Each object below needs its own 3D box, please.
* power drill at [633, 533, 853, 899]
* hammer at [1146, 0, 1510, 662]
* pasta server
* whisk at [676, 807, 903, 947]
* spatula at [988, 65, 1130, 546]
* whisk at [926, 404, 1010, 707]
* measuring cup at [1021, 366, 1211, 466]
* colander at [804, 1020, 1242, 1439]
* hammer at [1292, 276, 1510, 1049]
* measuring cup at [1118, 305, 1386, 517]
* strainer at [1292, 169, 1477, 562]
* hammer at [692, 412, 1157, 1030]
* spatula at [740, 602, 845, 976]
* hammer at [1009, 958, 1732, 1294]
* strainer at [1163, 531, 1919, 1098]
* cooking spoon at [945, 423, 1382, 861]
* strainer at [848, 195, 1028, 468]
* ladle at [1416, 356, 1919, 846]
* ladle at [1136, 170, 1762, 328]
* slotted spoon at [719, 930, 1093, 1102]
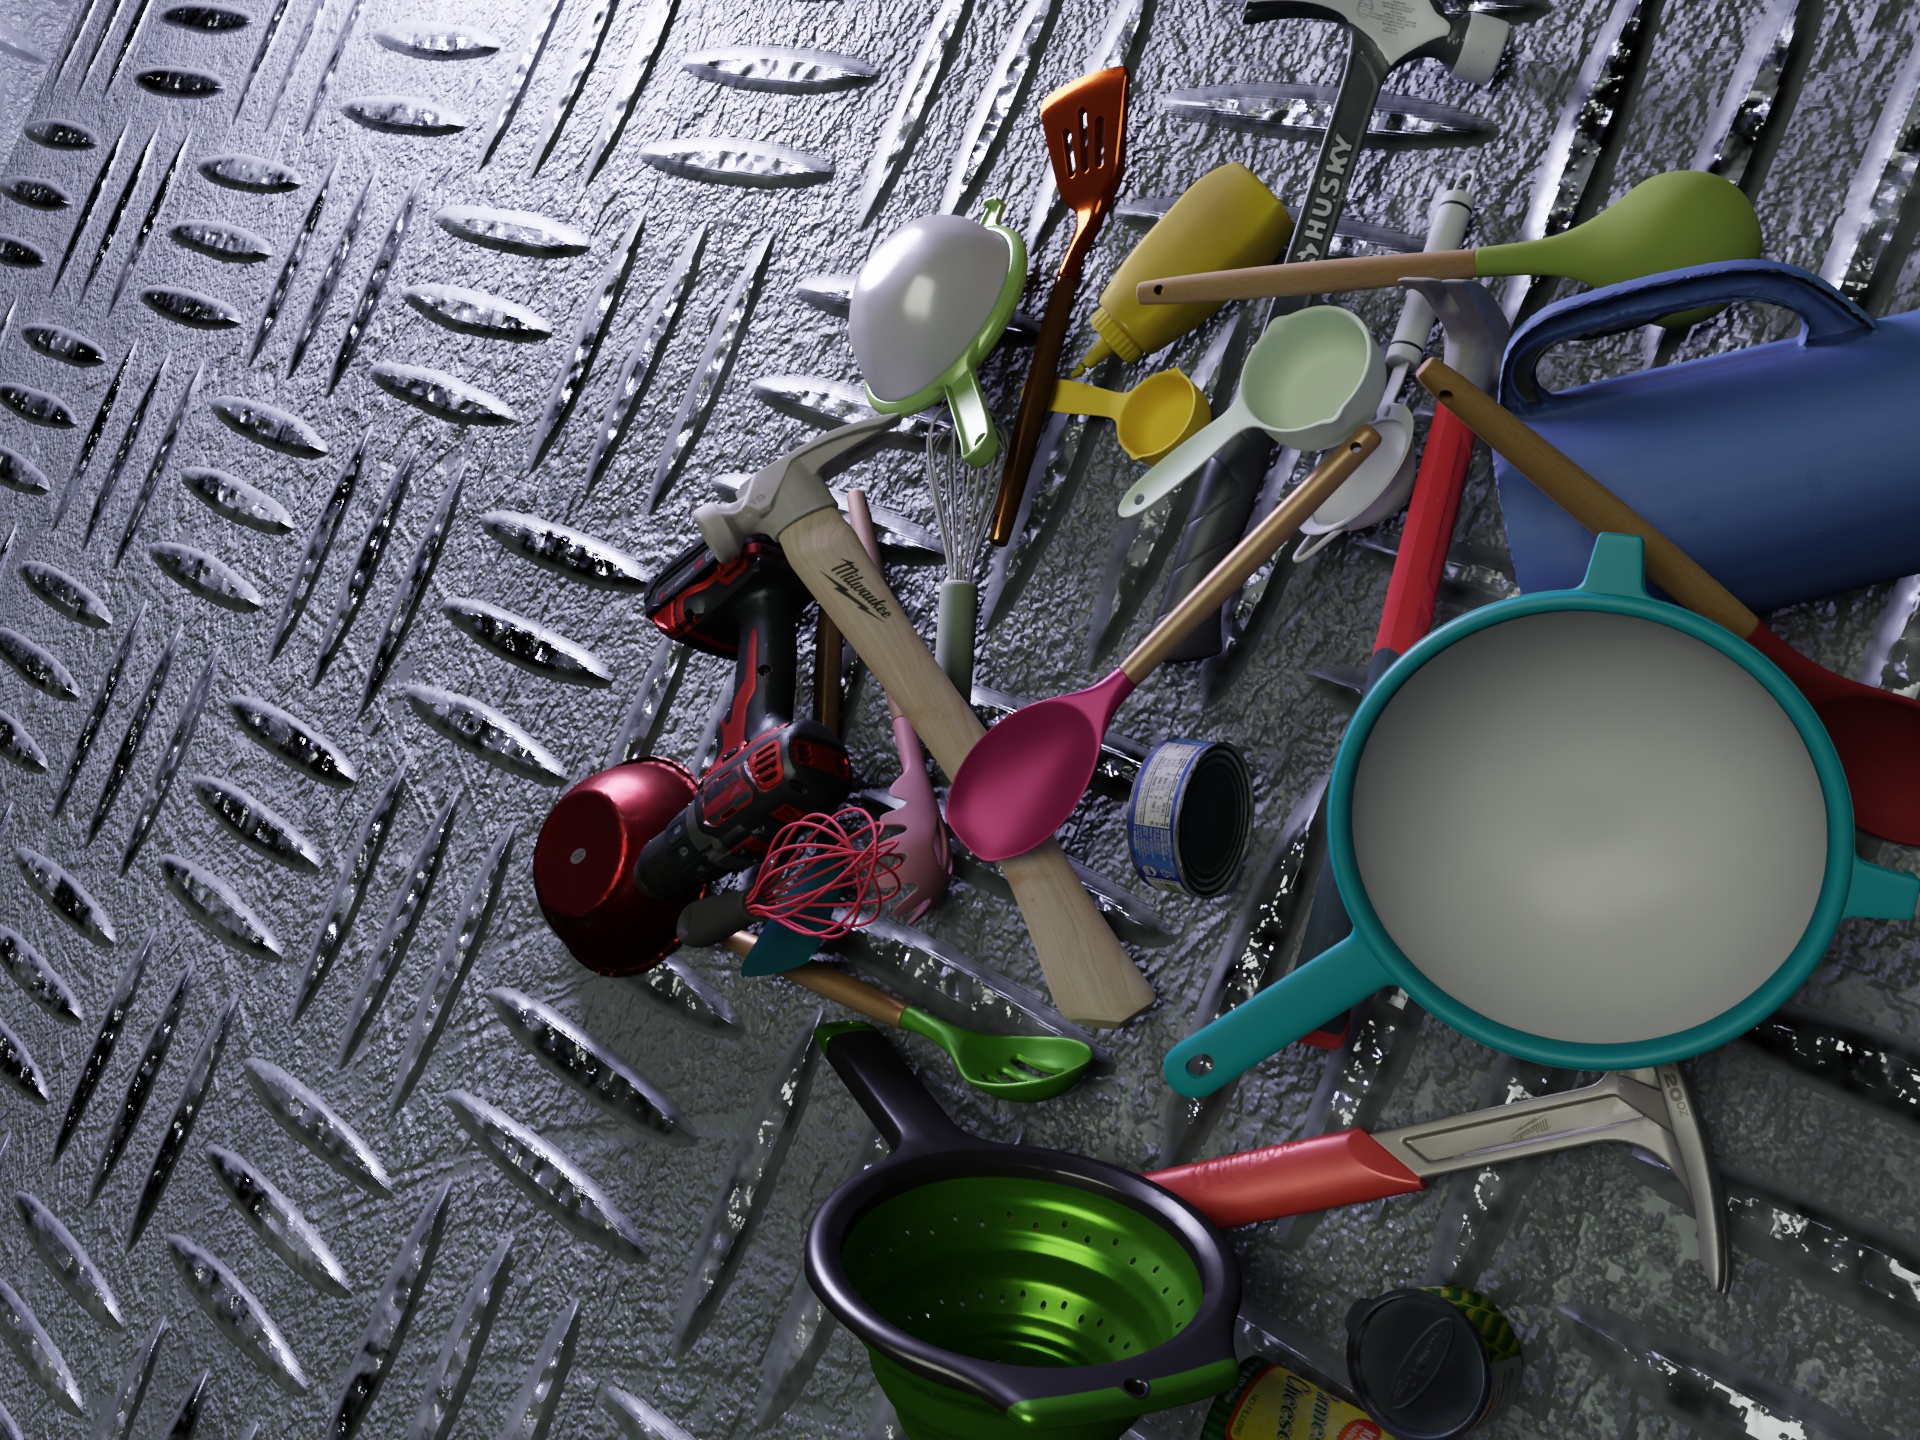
[{"bbox_3d":[-0.157,-0.003,1.057,0.188,0.080,0.227,-34,52,35],"label":"power drill"},{"bbox_3d":[0.181,-0.226,0.919,0.149,0.036,0.409,18,91,5],"label":"hammer"},{"bbox_3d":[-0.049,-0.020,1.035,0.040,0.060,0.316,-21,60,14],"label":"pasta server"},{"bbox_3d":[-0.114,0.107,0.960,0.296,0.073,0.073,-26,58,57],"label":"whisk"},{"bbox_3d":[0.056,-0.267,1.030,0.081,0.041,0.323,1,72,48],"label":"spatula"},{"bbox_3d":[-0.001,-0.093,1.026,0.059,0.057,0.246,158,118,-66],"label":"whisk"},{"bbox_3d":[0.096,-0.195,1.005,0.157,0.029,0.062,25,89,48],"label":"measuring cup"},{"bbox_3d":[-0.005,0.271,0.828,0.397,0.204,0.094,-149,60,-63],"label":"colander"},{"bbox_3d":[0.215,-0.025,0.807,0.038,0.143,0.386,13,87,32],"label":"hammer"},{"bbox_3d":[0.162,-0.159,0.886,0.167,0.038,0.083,-37,53,23],"label":"measuring cup"},{"bbox_3d":[0.247,-0.195,0.887,0.087,0.050,0.258,-1,66,67],"label":"strainer"},{"bbox_3d":[-0.002,-0.003,0.951,0.146,0.038,0.411,-31,71,-8],"label":"hammer"},{"bbox_3d":[-0.098,0.012,1.055,0.082,0.044,0.318,-20,62,48],"label":"spatula"},{"bbox_3d":[0.183,0.236,0.795,0.359,0.036,0.149,-22,59,28],"label":"hammer"},{"bbox_3d":[0.237,0.078,0.746,0.340,0.095,0.211,-40,82,29],"label":"strainer"},{"bbox_3d":[0.111,-0.042,0.875,0.319,0.017,0.069,-45,73,11],"label":"cooking spoon"},{"bbox_3d":[-0.023,-0.247,1.018,0.151,0.069,0.257,-41,36,23],"label":"strainer"},{"bbox_3d":[0.319,-0.053,0.688,0.069,0.315,0.031,-45,9,50],"label":"ladle"},{"bbox_3d":[0.252,-0.242,0.855,0.320,0.062,0.078,2,97,26],"label":"ladle"},{"bbox_3d":[-0.048,0.174,0.973,0.314,0.070,0.031,14,113,41],"label":"slotted spoon"}]
